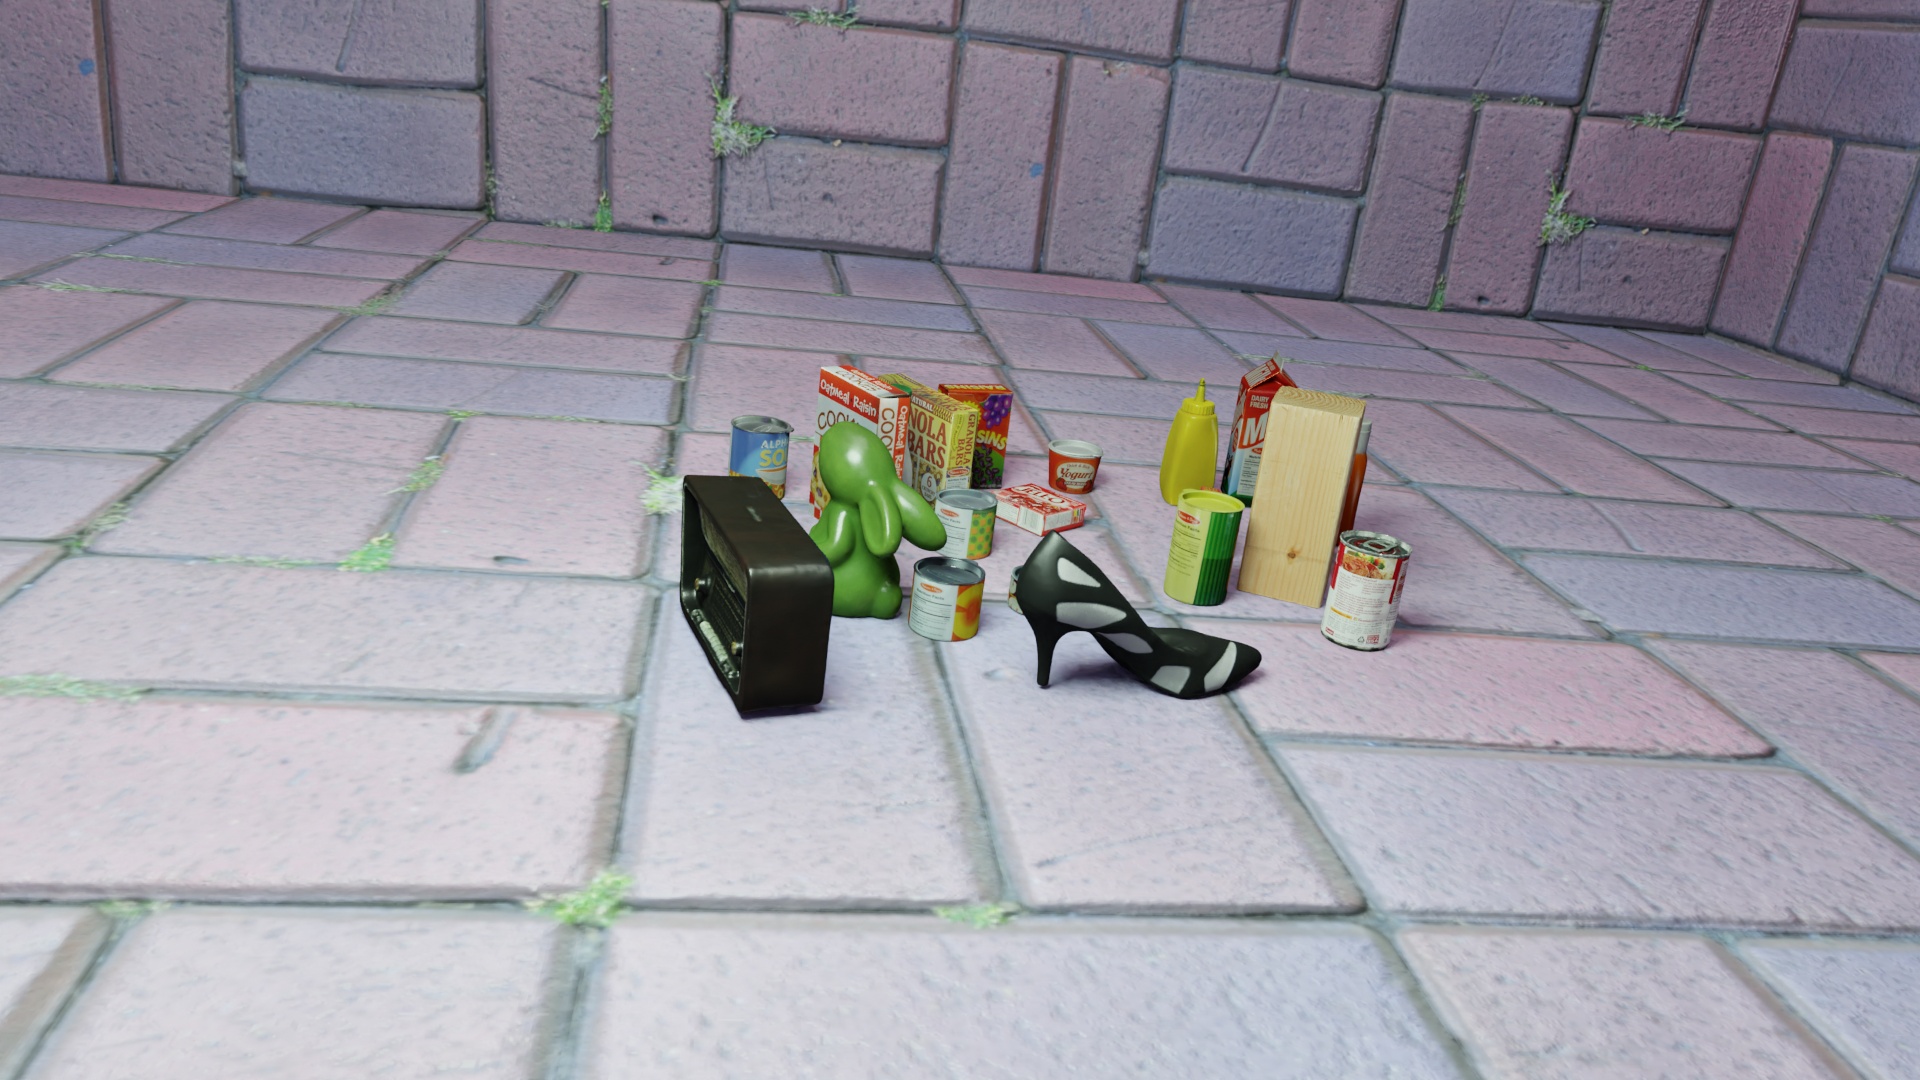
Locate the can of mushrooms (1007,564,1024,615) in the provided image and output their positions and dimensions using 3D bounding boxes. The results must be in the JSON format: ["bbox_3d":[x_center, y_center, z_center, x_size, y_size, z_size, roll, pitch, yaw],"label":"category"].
[{"bbox_3d":[0.079,0.049,1.346,0.071,0.033,0.071,6,20,-2],"label":"can of mushrooms"}]

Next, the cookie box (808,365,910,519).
[{"bbox_3d":[-0.108,-0.089,1.462,0.040,0.166,0.123,-7,24,-35],"label":"cookie box"}]

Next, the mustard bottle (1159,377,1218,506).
[{"bbox_3d":[0.284,-0.122,1.694,0.065,0.159,0.049,1,20,-16],"label":"mustard bottle"}]

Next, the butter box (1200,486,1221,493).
[{"bbox_3d":[0.287,-0.021,1.577,0.024,0.053,0.104,7,20,-1],"label":"butter box"}]

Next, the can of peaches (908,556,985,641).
[{"bbox_3d":[-0.011,0.053,1.269,0.071,0.057,0.071,6,20,-2],"label":"can of peaches"}]

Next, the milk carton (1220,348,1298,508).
[{"bbox_3d":[0.379,-0.140,1.731,0.073,0.189,0.072,8,20,1],"label":"milk carton"}]

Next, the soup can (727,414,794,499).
[{"bbox_3d":[-0.223,-0.090,1.548,0.071,0.083,0.071,6,20,-2],"label":"soup can"}]

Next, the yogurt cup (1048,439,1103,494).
[{"bbox_3d":[0.139,-0.091,1.715,0.072,0.053,0.072,6,20,-2],"label":"yogurt cup"}]

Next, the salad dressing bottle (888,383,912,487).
[{"bbox_3d":[-0.079,-0.097,1.522,0.064,0.147,0.044,24,26,39],"label":"salad dressing bottle"}]

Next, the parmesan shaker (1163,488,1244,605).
[{"bbox_3d":[0.245,0.007,1.416,0.071,0.102,0.071,6,20,-2],"label":"parmesan shaker"}]

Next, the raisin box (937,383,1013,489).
[{"bbox_3d":[0.011,-0.124,1.662,0.086,0.123,0.040,-1,21,-22],"label":"raisin box"}]

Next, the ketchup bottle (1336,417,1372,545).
[{"bbox_3d":[0.451,-0.072,1.632,0.043,0.148,0.065,9,20,4],"label":"ketchup bottle"}]

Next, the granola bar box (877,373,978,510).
[{"bbox_3d":[-0.045,-0.113,1.612,0.039,0.123,0.166,-7,24,-34],"label":"granola bar box"}]

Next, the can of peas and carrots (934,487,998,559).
[{"bbox_3d":[0.005,-0.018,1.466,0.071,0.058,0.071,6,20,-2],"label":"can of peas and carrots"}]
